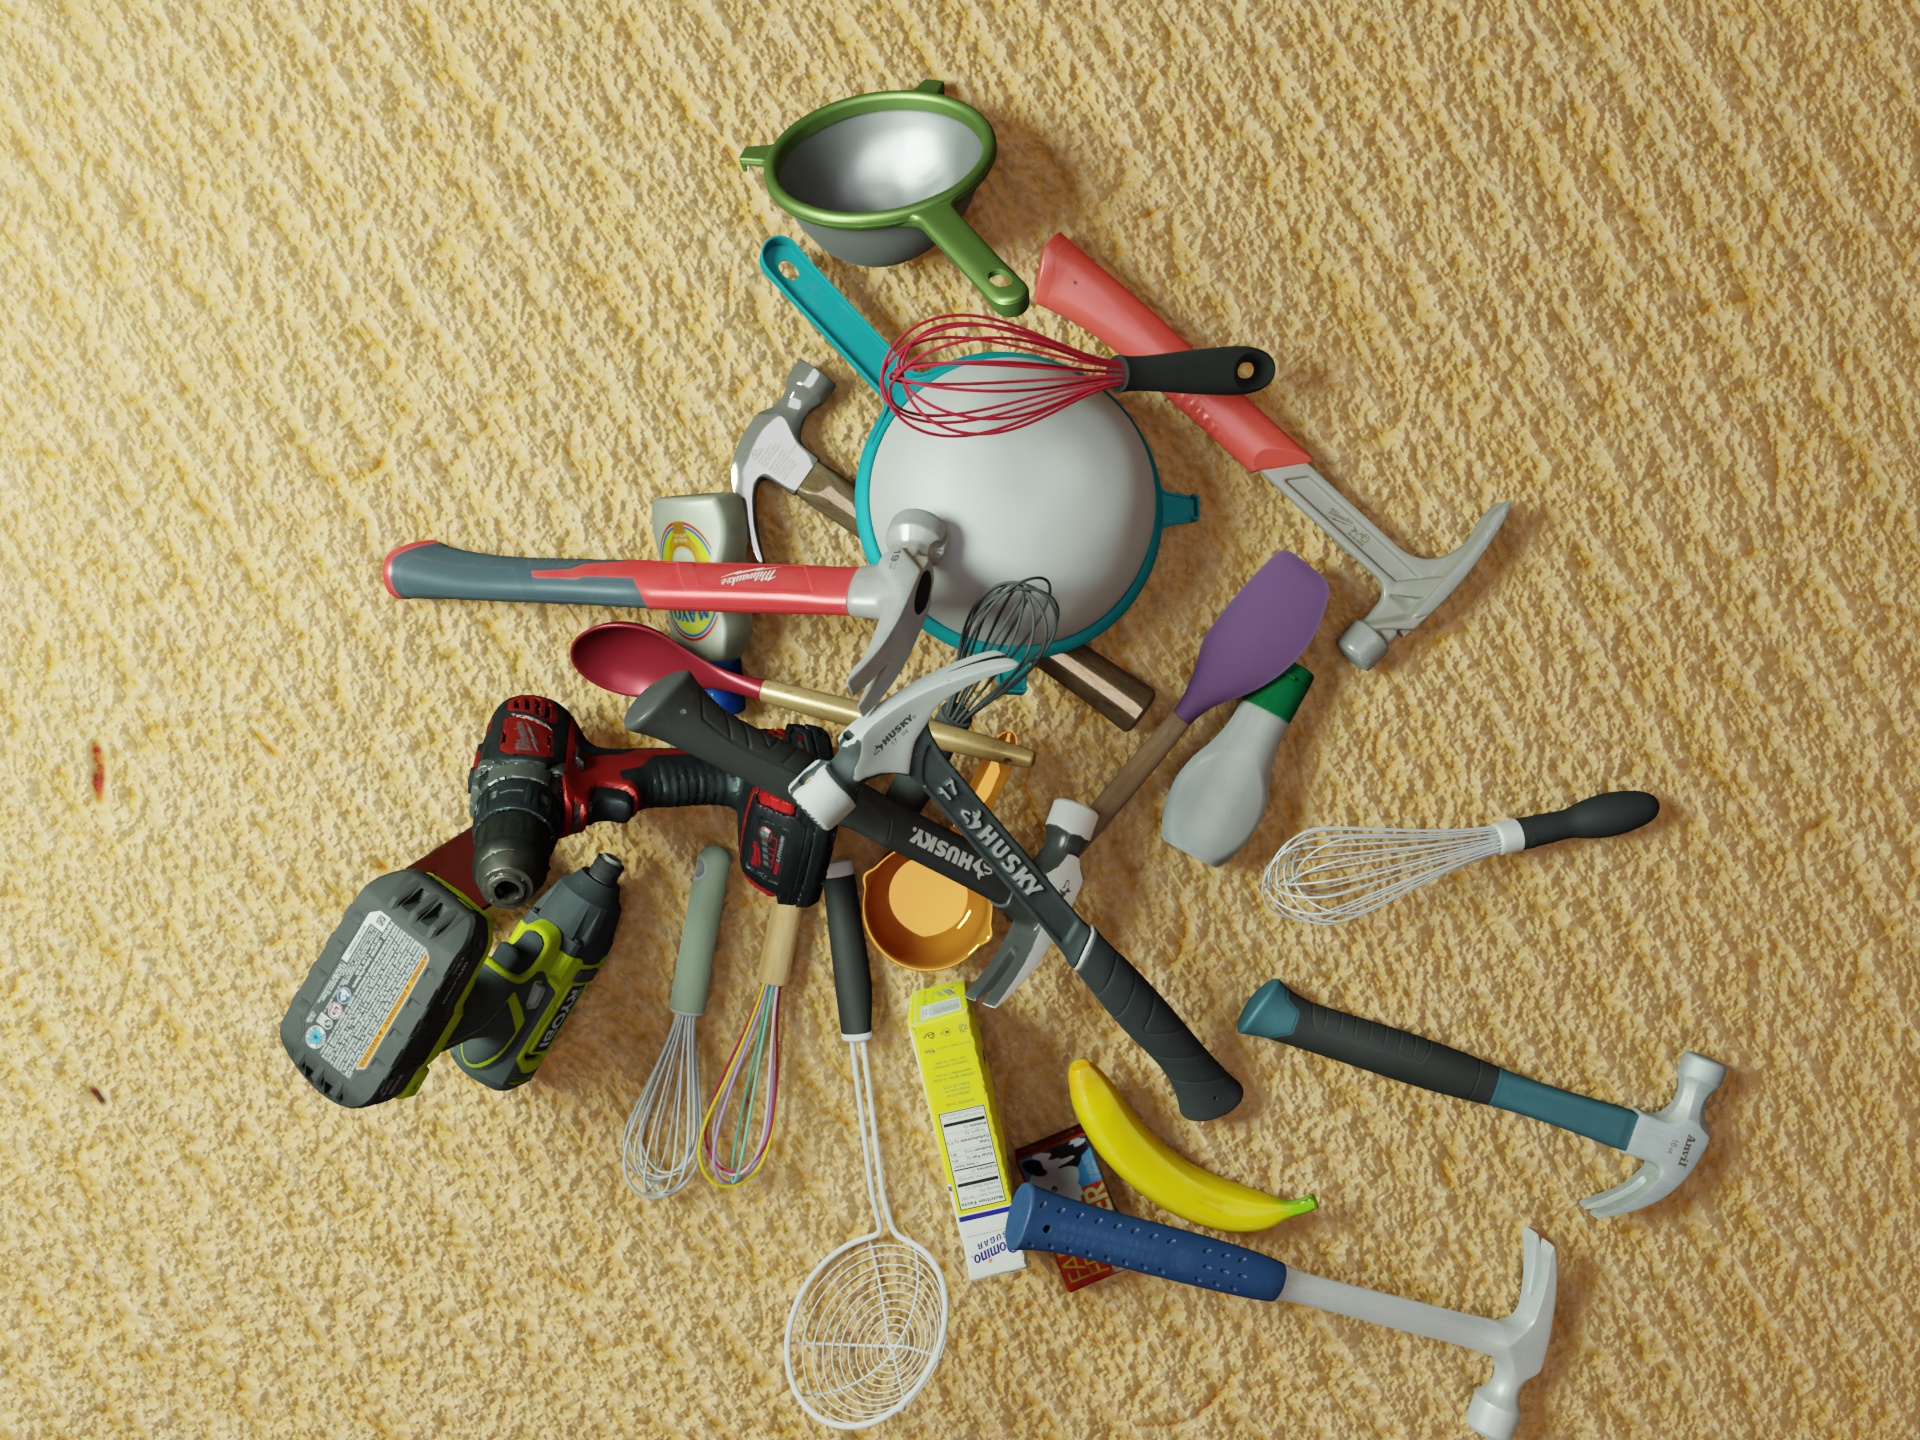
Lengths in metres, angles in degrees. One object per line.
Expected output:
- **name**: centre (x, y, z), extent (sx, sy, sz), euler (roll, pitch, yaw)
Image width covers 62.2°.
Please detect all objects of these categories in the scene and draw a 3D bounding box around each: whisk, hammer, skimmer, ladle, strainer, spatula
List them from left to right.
- **hammer**: centre (-0.206, -0.075, 1.000), extent (0.386, 0.038, 0.143), euler (3, 50, 20)
- **whisk**: centre (-0.188, 0.207, 1.092), extent (0.059, 0.058, 0.246), euler (11, 90, -35)
- **whisk**: centre (-0.137, 0.201, 1.090), extent (0.047, 0.051, 0.245), euler (12, 89, 0)
- **ladle**: centre (-0.103, -0.013, 1.021), extent (0.315, 0.069, 0.031), euler (14, 51, 13)
- **skimmer**: centre (-0.078, 0.279, 1.070), extent (0.127, 0.090, 0.363), euler (-6, 91, 31)
- **hammer**: centre (-0.058, 0.062, 0.974), extent (0.334, 0.035, 0.146), euler (29, 77, -33)
- **strainer**: centre (-0.024, -0.309, 1.009), extent (0.151, 0.069, 0.257), euler (-26, 53, -13)
- **hammer**: centre (-0.012, -0.097, 1.082), extent (0.331, 0.031, 0.130), euler (35, 92, -2)
- **strainer**: centre (-0.003, -0.195, 1.023), extent (0.211, 0.095, 0.340), euler (-45, 94, -12)
- **whisk**: centre (-0.001, -0.004, 1.027), extent (0.055, 0.055, 0.238), euler (30, 129, -2)
- **hammer**: centre (0.070, 0.127, 1.008), extent (0.149, 0.036, 0.408), euler (-43, 119, -5)
- **whisk**: centre (0.081, -0.213, 0.974), extent (0.295, 0.073, 0.073), euler (-9, 93, -31)
- **spatula**: centre (0.135, 0.019, 1.079), extent (0.060, 0.018, 0.316), euler (42, 99, 15)
- **hammer**: centre (0.196, -0.205, 1.077), extent (0.359, 0.037, 0.149), euler (42, 92, -3)
- **hammer**: centre (0.223, 0.371, 1.061), extent (0.405, 0.035, 0.144), euler (19, 91, -15)
- **whisk**: centre (0.342, 0.087, 1.085), extent (0.284, 0.070, 0.070), euler (-11, 93, -5)
- **hammer**: centre (0.354, 0.247, 1.101), extent (0.331, 0.033, 0.128), euler (18, 91, -1)

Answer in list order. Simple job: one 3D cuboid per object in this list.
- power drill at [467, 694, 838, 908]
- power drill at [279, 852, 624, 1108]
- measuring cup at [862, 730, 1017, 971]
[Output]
- **power drill**: centre (-0.194, 0.059, 0.998), extent (0.226, 0.188, 0.080), euler (7, 118, -14)
- **power drill**: centre (-0.301, 0.157, 0.997), extent (0.080, 0.223, 0.171), euler (32, 93, 16)
- **measuring cup**: centre (-0.004, 0.085, 1.082), extent (0.095, 0.052, 0.173), euler (26, 90, -2)
